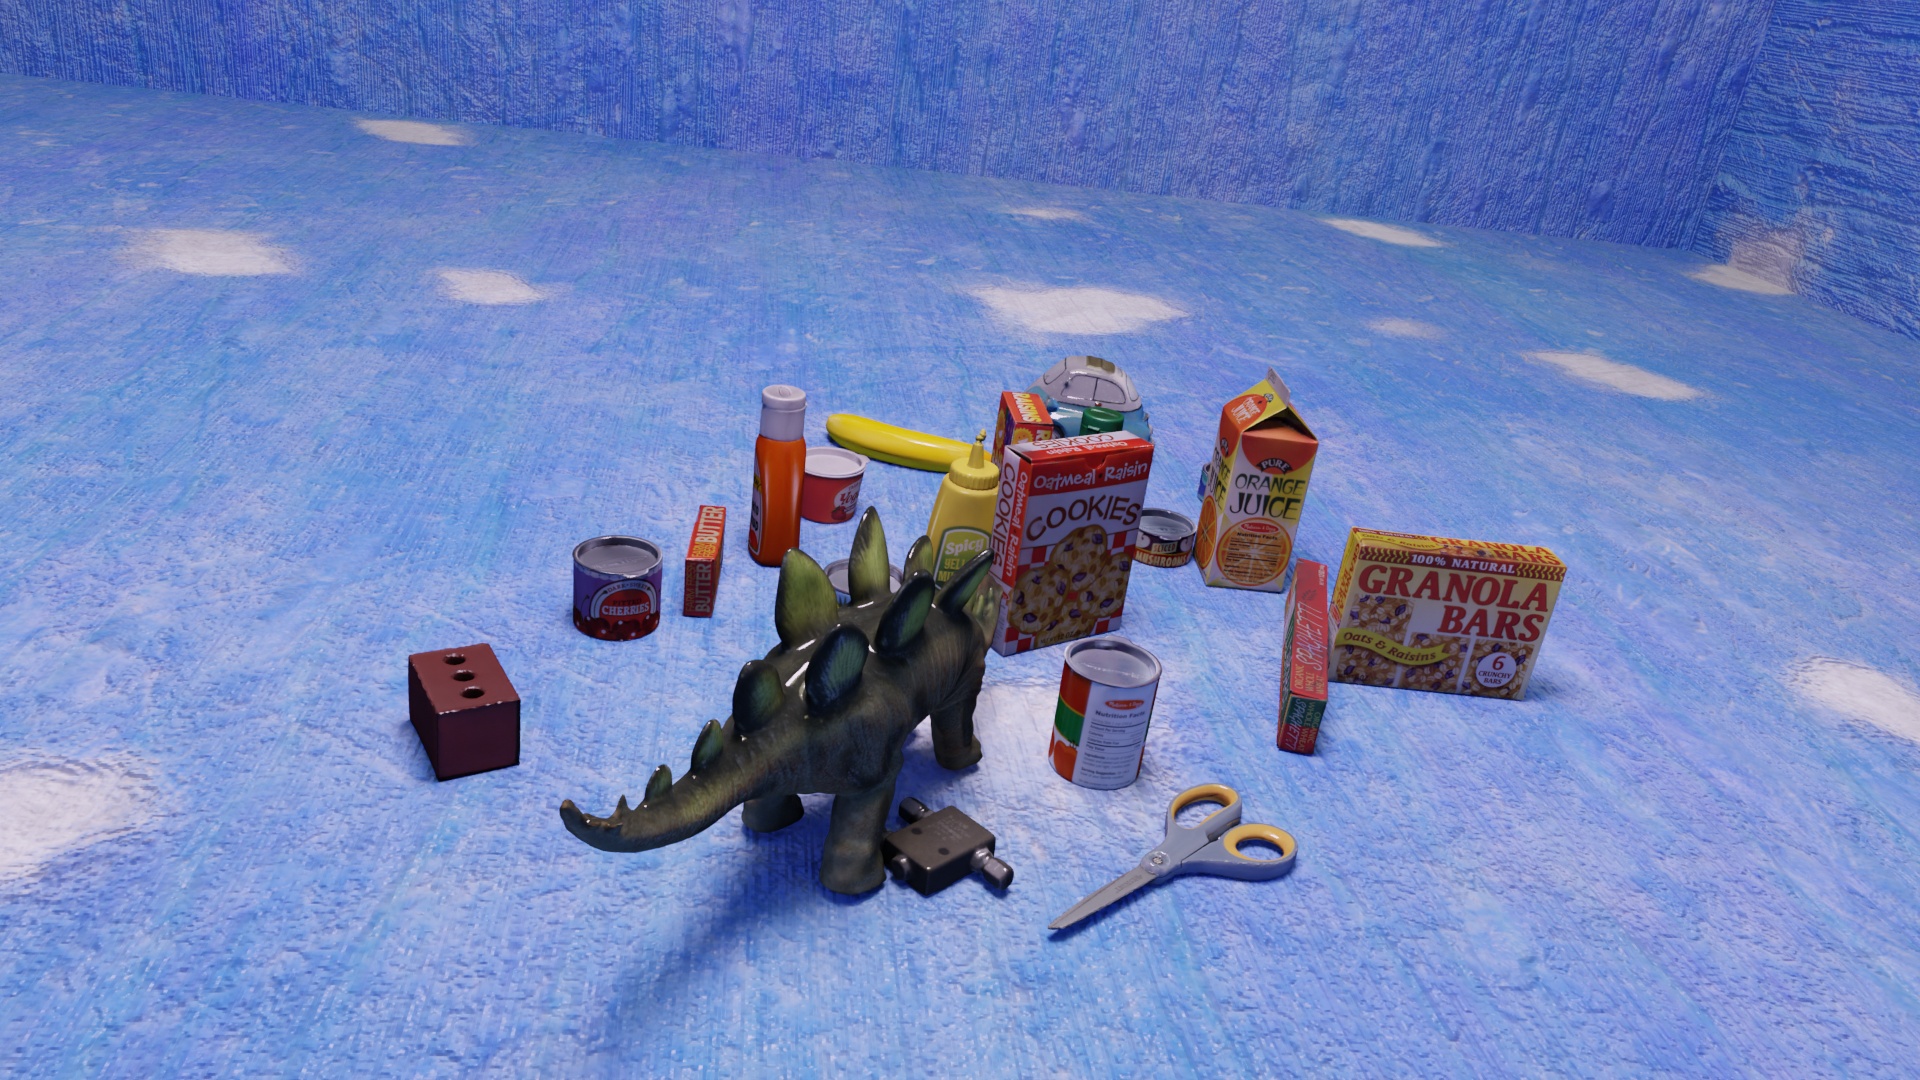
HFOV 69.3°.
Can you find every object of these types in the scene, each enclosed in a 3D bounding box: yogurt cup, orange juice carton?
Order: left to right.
[{"bbox_3d":[-0.123,-0.050,1.286,0.072,0.053,0.073,7,24,-3],"label":"yogurt cup"},{"bbox_3d":[0.267,-0.056,1.248,0.073,0.191,0.072,6,24,-5],"label":"orange juice carton"}]

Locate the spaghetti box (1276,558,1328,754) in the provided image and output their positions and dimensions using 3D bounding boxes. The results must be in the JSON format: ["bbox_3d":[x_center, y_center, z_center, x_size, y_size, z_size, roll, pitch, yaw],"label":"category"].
[{"bbox_3d":[0.275,0.087,1.112,0.029,0.050,0.251,12,25,9],"label":"spaghetti box"}]

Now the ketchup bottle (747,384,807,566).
[{"bbox_3d":[-0.154,-0.056,1.176,0.043,0.148,0.065,0,25,-16],"label":"ketchup bottle"}]

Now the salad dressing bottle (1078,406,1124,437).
[{"bbox_3d":[0.115,-0.044,1.231,0.064,0.147,0.044,19,26,24],"label":"salad dressing bottle"}]

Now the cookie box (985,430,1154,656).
[{"bbox_3d":[0.084,0.001,1.100,0.123,0.166,0.040,-10,29,-34],"label":"cookie box"}]

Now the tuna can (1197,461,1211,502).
[{"bbox_3d":[0.281,-0.057,1.447,0.071,0.032,0.071,7,24,-3],"label":"tuna can"}]

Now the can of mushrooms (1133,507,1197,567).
[{"bbox_3d":[0.186,-0.002,1.299,0.071,0.033,0.071,7,24,-3],"label":"can of mushrooms"}]

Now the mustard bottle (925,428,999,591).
[{"bbox_3d":[0.004,-0.014,1.117,0.065,0.159,0.049,5,24,-6],"label":"mustard bottle"}]

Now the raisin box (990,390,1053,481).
[{"bbox_3d":[0.054,-0.067,1.293,0.040,0.122,0.086,4,24,-8],"label":"raisin box"}]

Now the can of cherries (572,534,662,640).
[{"bbox_3d":[-0.259,0.037,1.050,0.071,0.058,0.072,7,24,-3],"label":"can of cherries"}]

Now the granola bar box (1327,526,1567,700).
[{"bbox_3d":[0.383,0.059,1.115,0.166,0.123,0.039,6,24,-4],"label":"granola bar box"}]

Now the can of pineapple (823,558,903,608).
[{"bbox_3d":[-0.075,0.054,1.069,0.071,0.057,0.071,7,24,-3],"label":"can of pineapple"}]

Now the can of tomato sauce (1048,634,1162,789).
[{"bbox_3d":[0.098,0.117,0.952,0.071,0.082,0.071,7,24,-3],"label":"can of tomato sauce"}]

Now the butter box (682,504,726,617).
[{"bbox_3d":[-0.206,0.015,1.119,0.024,0.053,0.104,5,24,-6],"label":"butter box"}]
